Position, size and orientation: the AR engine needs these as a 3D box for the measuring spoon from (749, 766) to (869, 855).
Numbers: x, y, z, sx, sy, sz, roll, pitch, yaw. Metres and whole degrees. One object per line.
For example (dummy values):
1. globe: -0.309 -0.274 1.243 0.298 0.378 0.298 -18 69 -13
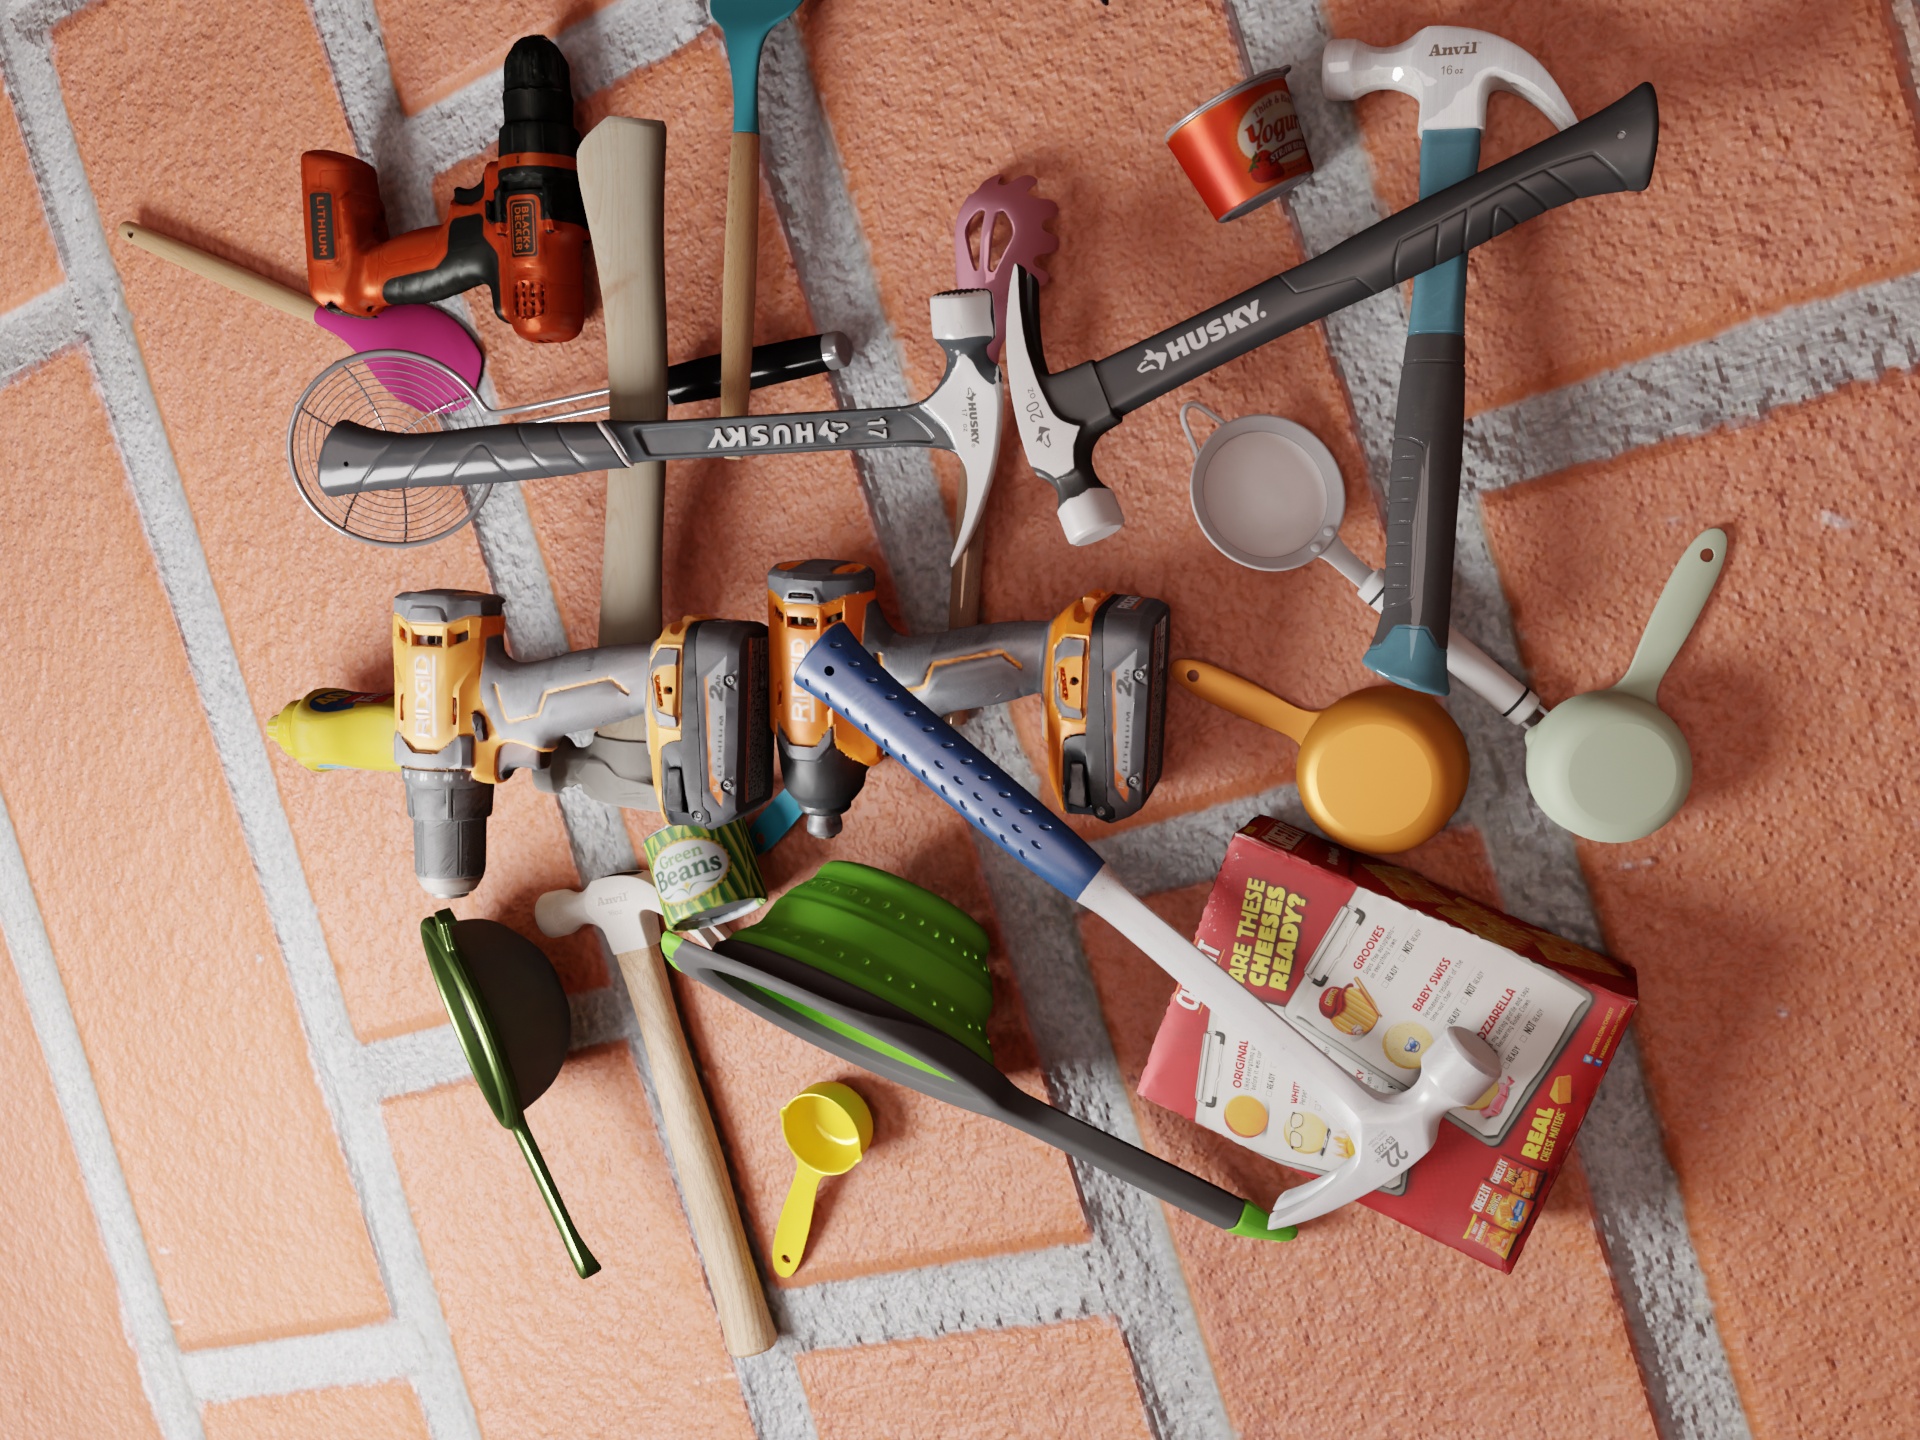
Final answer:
1. measuring spoon: -0.095 0.044 0.998 0.128 0.021 0.042 -46 75 31

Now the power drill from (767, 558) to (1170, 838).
1. power drill: -0.001 -0.003 0.902 0.226 0.084 0.164 6 106 16

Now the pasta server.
1. pasta server: 0.012 -0.152 0.920 0.060 0.040 0.316 10 105 21

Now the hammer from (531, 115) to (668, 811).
1. hammer: -0.185 -0.141 0.951 0.146 0.038 0.410 7 108 8

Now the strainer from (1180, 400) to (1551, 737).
1. strainer: 0.211 -0.074 0.840 0.258 0.050 0.087 41 76 6

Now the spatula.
1. spatula: -0.119 -0.312 0.926 0.082 0.044 0.317 6 96 19

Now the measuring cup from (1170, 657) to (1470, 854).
1. measuring cup: 0.186 0.009 0.854 0.174 0.052 0.095 26 107 15

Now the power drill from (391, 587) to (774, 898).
1. power drill: -0.228 0.019 0.936 0.226 0.084 0.185 3 96 11

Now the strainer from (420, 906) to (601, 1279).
1. strainer: -0.275 0.235 1.049 0.256 0.069 0.151 63 155 7

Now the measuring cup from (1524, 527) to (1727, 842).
1. measuring cup: 0.343 -0.017 0.789 0.083 0.038 0.167 22 102 4

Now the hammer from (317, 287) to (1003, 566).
1. hammer: -0.176 -0.155 0.910 0.409 0.036 0.149 -2 108 10

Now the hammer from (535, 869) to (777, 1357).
1. hammer: -0.180 0.259 1.053 0.130 0.031 0.331 -15 92 24

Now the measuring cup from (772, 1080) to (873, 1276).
1. measuring cup: -0.095 0.299 1.033 0.062 0.029 0.156 25 118 17

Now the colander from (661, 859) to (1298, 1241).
1. colander: 0.024 0.180 0.924 0.397 0.204 0.094 26 72 1

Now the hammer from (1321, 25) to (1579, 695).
1. hammer: 0.236 -0.179 0.798 0.128 0.033 0.331 5 92 21

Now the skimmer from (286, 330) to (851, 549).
1. skimmer: -0.245 -0.189 0.981 0.363 0.090 0.127 -6 109 22

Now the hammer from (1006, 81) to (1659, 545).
1. hammer: 0.176 -0.220 0.786 0.335 0.035 0.146 -23 83 20

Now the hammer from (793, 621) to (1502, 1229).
1. hammer: 0.073 0.096 0.832 0.405 0.035 0.144 40 111 9

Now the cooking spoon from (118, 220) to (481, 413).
1. cooking spoon: -0.459 -0.287 1.094 0.319 0.017 0.068 25 106 16
